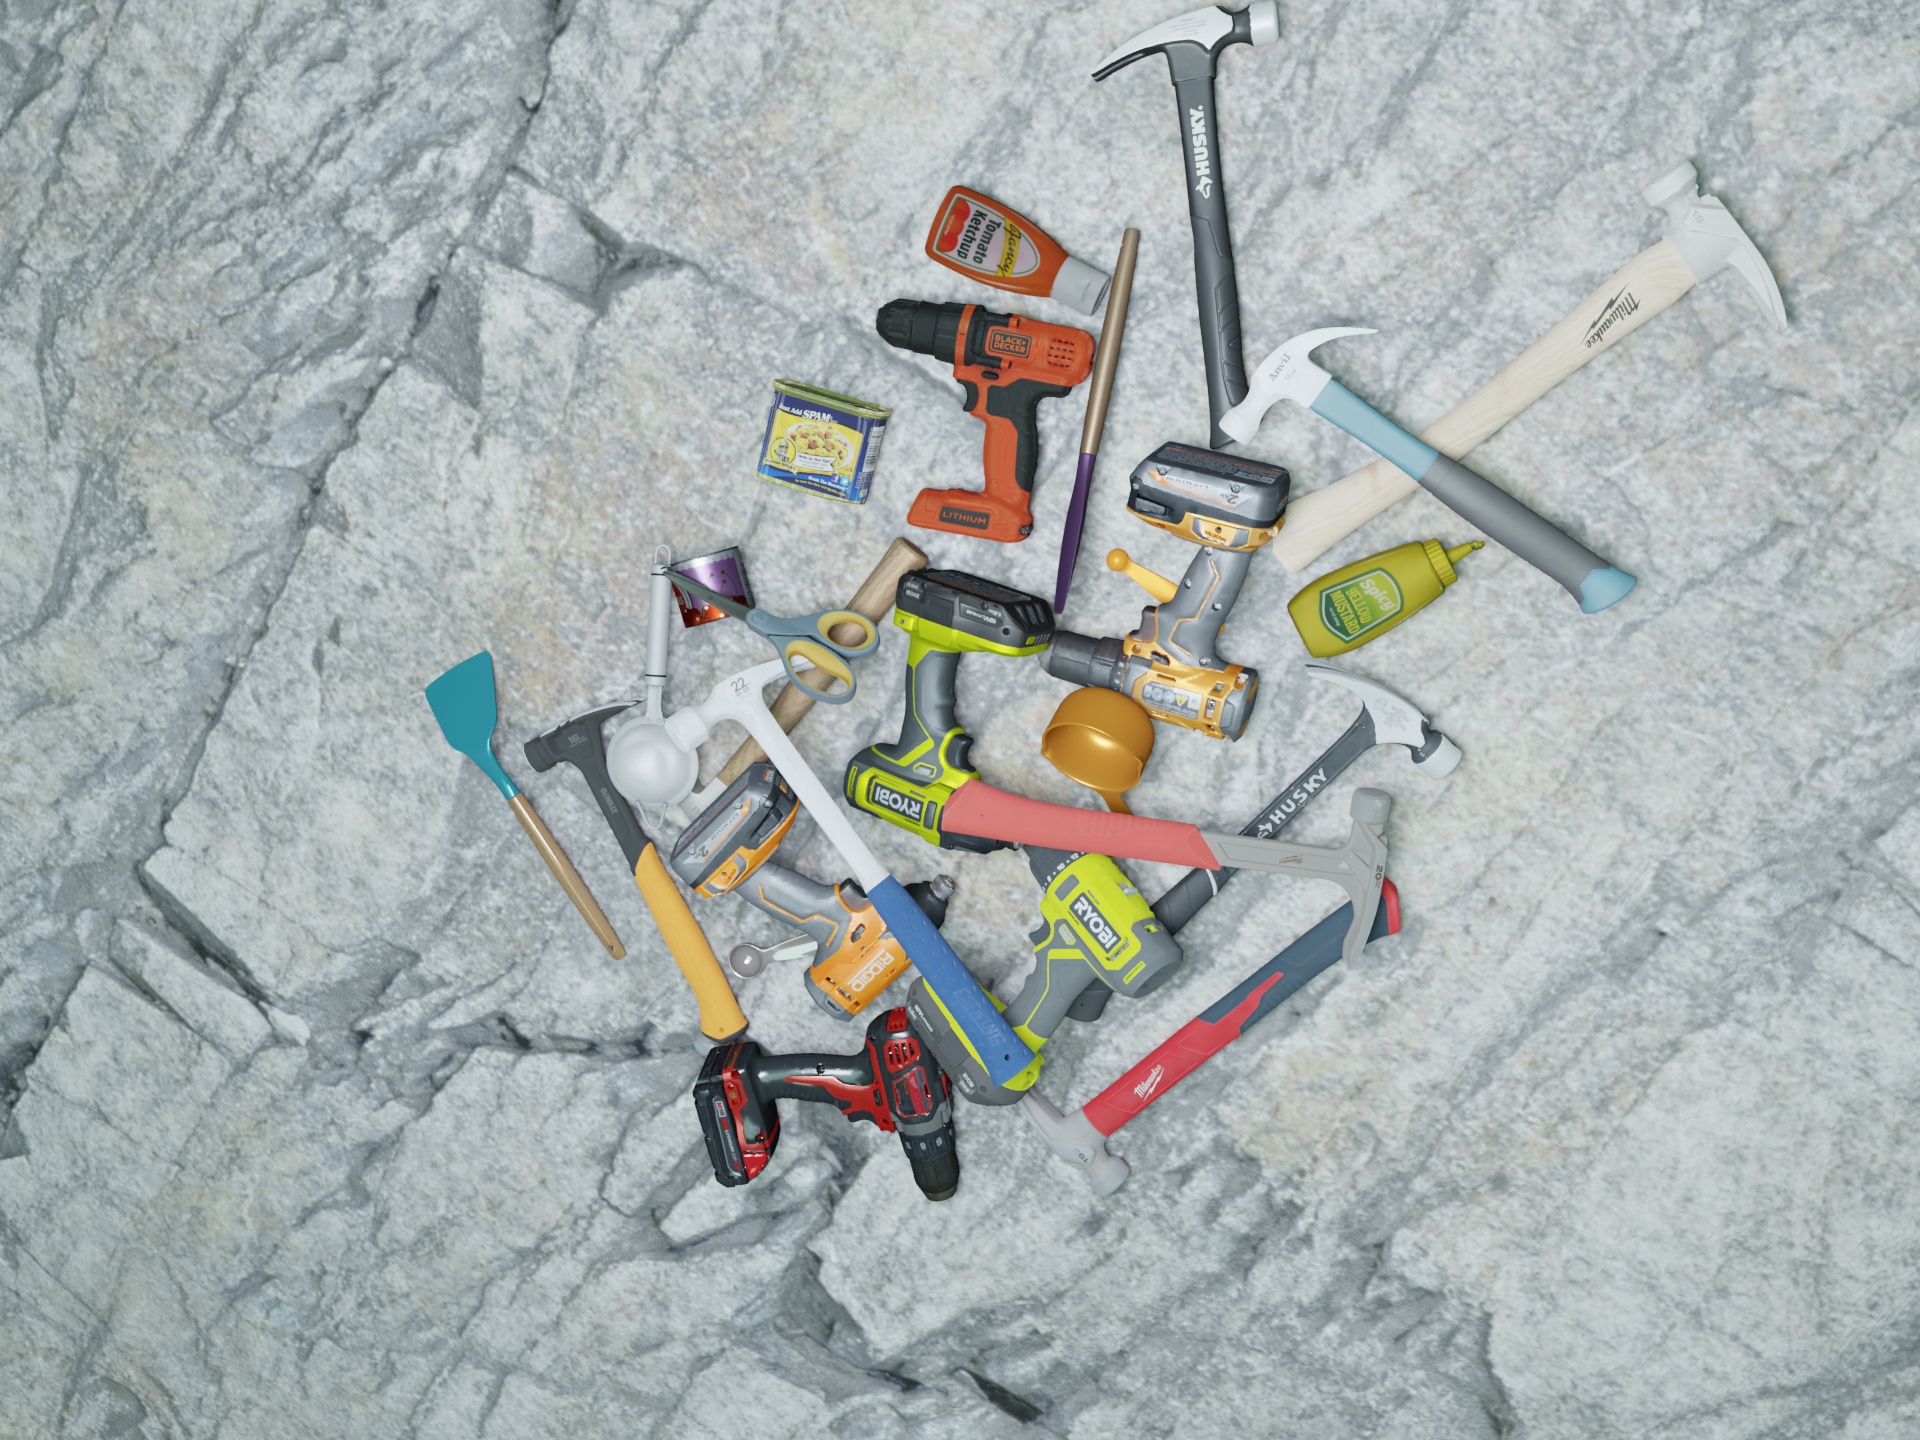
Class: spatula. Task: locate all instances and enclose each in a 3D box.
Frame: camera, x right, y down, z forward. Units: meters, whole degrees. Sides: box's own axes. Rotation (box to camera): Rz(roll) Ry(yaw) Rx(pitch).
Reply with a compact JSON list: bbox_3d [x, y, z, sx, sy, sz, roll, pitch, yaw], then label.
[{"bbox_3d":[0.109,-0.242,1.298,0.018,0.060,0.316,10,94,-8],"label":"spatula"},{"bbox_3d":[-0.403,0.089,1.508,0.082,0.044,0.317,-29,98,16],"label":"spatula"}]

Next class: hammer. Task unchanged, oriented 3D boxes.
[{"bbox_3d":[0.163,0.107,1.296,0.359,0.037,0.149,8,104,0],"label":"hammer"},{"bbox_3d":[-0.142,-0.028,1.417,0.130,0.031,0.331,40,107,3],"label":"hammer"},{"bbox_3d":[-0.070,0.124,1.324,0.144,0.035,0.405,-36,86,-18],"label":"hammer"},{"bbox_3d":[0.193,-0.385,1.265,0.146,0.035,0.334,-5,100,14],"label":"hammer"},{"bbox_3d":[0.424,-0.241,1.239,0.410,0.038,0.146,-37,92,18],"label":"hammer"},{"bbox_3d":[0.222,0.118,1.348,0.149,0.036,0.409,39,110,-12],"label":"hammer"},{"bbox_3d":[0.371,-0.187,1.228,0.331,0.033,0.128,35,109,2],"label":"hammer"},{"bbox_3d":[0.216,0.253,1.386,0.386,0.038,0.143,-43,88,17],"label":"hammer"},{"bbox_3d":[-0.280,0.145,1.483,0.127,0.034,0.337,-25,95,18],"label":"hammer"}]

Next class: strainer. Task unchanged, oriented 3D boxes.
[{"bbox_3d":[-0.274,-0.028,1.417,0.087,0.050,0.258,4,93,8],"label":"strainer"}]

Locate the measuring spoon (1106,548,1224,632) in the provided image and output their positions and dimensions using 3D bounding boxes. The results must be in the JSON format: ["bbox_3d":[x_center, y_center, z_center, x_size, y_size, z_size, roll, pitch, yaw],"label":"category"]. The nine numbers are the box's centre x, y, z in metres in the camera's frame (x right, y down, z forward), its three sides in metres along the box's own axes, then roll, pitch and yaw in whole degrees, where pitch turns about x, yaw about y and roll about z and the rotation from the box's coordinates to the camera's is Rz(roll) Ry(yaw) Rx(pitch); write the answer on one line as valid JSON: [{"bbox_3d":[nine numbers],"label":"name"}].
[{"bbox_3d":[0.172,-0.108,1.336,0.117,0.011,0.021,34,107,5],"label":"measuring spoon"}]

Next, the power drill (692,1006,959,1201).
[{"bbox_3d":[-0.114,0.367,1.462,0.226,0.080,0.187,-11,106,7],"label":"power drill"}]

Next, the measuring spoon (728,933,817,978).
[{"bbox_3d":[-0.156,0.211,1.480,0.124,0.018,0.034,-16,97,9],"label":"measuring spoon"}]

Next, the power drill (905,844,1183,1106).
[{"bbox_3d":[0.059,0.202,1.373,0.228,0.080,0.191,-49,63,21],"label":"power drill"}]

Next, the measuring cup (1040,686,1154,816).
[{"bbox_3d":[0.133,0.039,1.341,0.095,0.052,0.173,5,143,35],"label":"measuring cup"}]

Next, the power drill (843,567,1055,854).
[{"bbox_3d":[-0.002,-0.004,1.347,0.171,0.080,0.223,21,108,28],"label":"power drill"}]

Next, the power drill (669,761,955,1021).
[{"bbox_3d":[-0.124,0.143,1.404,0.164,0.084,0.226,-44,105,12],"label":"power drill"}]

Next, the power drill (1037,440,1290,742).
[{"bbox_3d":[0.163,-0.106,1.294,0.185,0.084,0.226,17,118,18],"label":"power drill"}]
